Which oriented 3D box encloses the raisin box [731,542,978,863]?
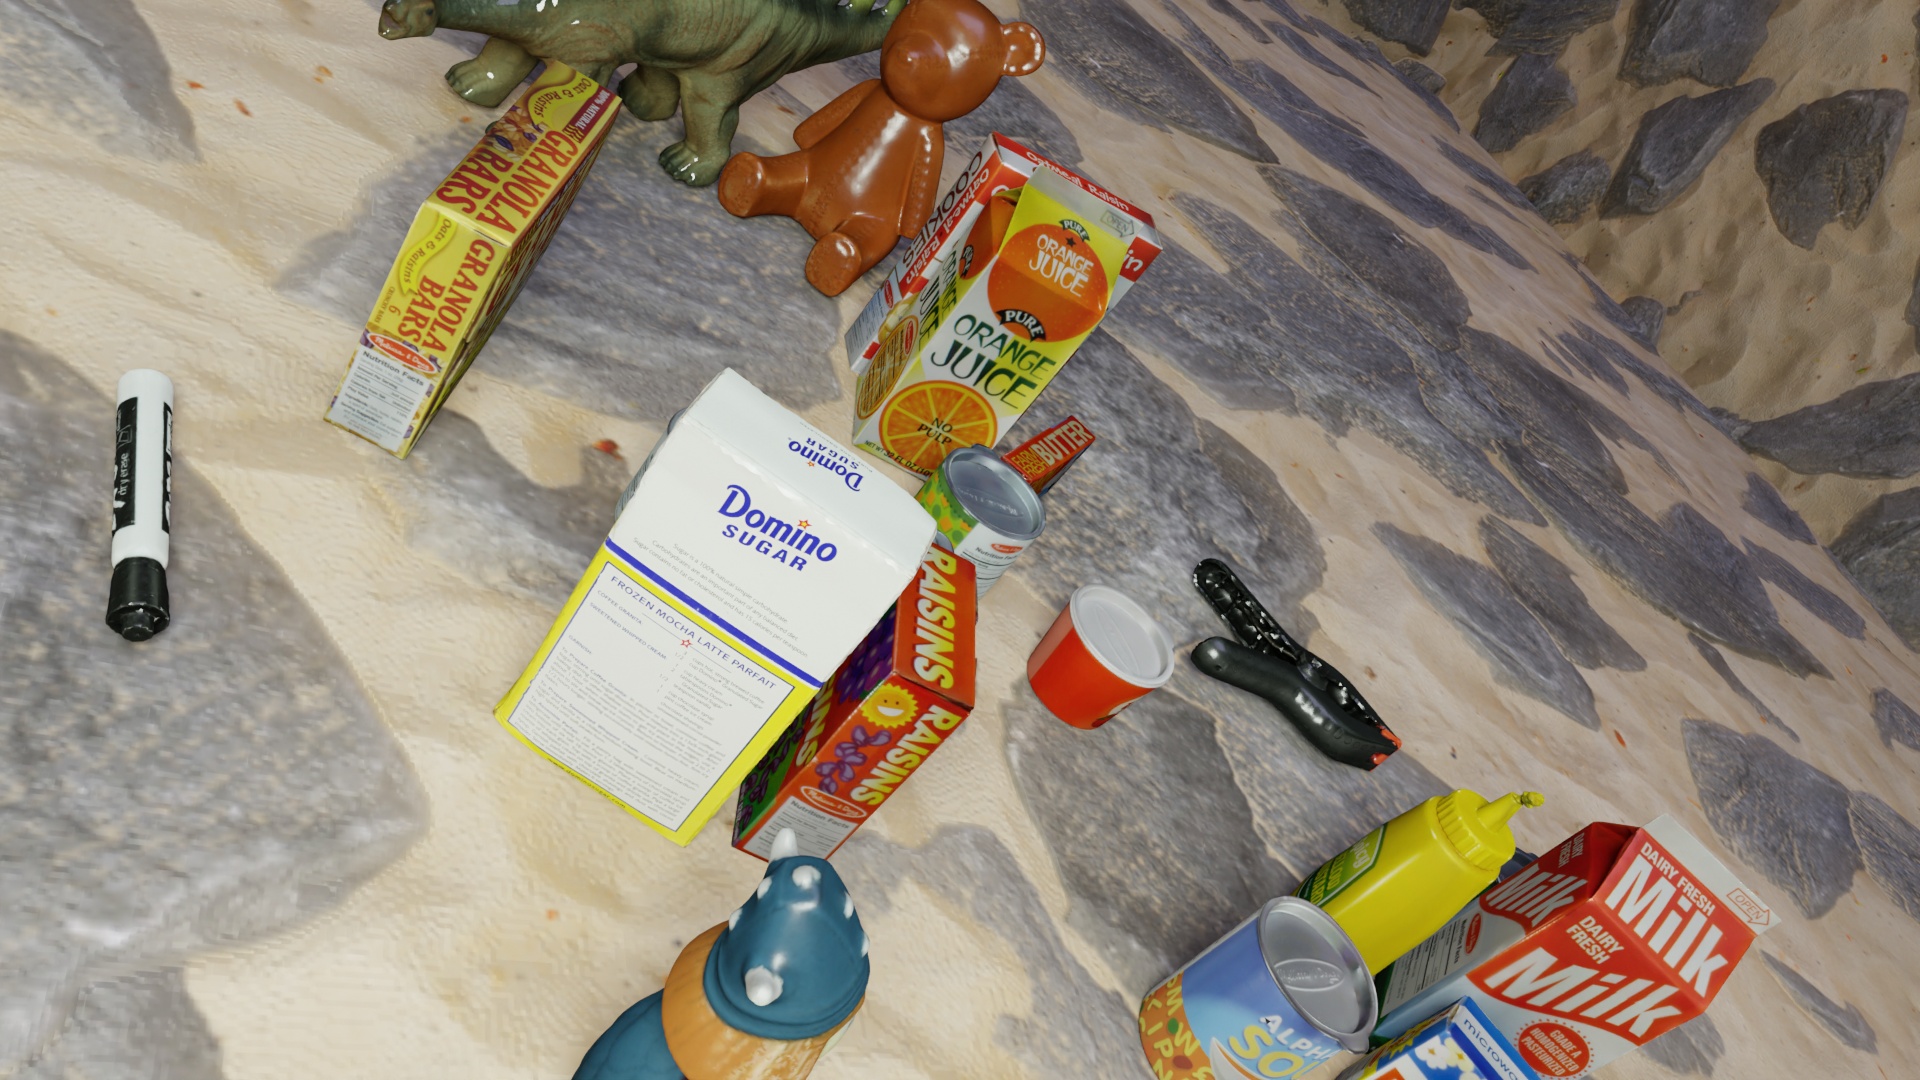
[{"bbox_3d":[-0.042,0.067,0.563,0.040,0.123,0.086,28,34,-19],"label":"raisin box"}]

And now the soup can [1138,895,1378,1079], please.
[{"bbox_3d":[0.130,0.208,0.608,0.071,0.083,0.072,27,34,-21],"label":"soup can"}]

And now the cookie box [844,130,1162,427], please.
[{"bbox_3d":[0.024,-0.154,0.859,0.123,0.166,0.040,20,38,-30],"label":"cookie box"}]

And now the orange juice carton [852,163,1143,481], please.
[{"bbox_3d":[0.018,-0.123,0.791,0.072,0.191,0.073,27,35,-22],"label":"orange juice carton"}]

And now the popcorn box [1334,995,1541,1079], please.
[{"bbox_3d":[0.238,0.283,0.629,0.127,0.085,0.038,50,33,15],"label":"popcorn box"}]

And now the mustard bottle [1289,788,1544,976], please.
[{"bbox_3d":[0.222,0.164,0.686,0.049,0.159,0.065,42,32,2],"label":"mustard bottle"}]

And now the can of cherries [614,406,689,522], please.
[{"bbox_3d":[-0.117,-0.019,0.650,0.071,0.058,0.072,27,34,-21],"label":"can of cherries"}]

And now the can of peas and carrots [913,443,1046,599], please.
[{"bbox_3d":[0.003,-0.010,0.763,0.071,0.058,0.071,27,34,-21],"label":"can of peas and carrots"}]

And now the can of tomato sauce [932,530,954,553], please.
[{"bbox_3d":[-0.055,0.021,0.643,0.071,0.082,0.071,27,34,-21],"label":"can of tomato sauce"}]

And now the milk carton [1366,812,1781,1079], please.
[{"bbox_3d":[0.292,0.207,0.678,0.072,0.189,0.074,44,32,5],"label":"milk carton"}]

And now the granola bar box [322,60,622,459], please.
[{"bbox_3d":[-0.213,-0.130,0.622,0.039,0.123,0.166,30,33,-17],"label":"granola bar box"}]

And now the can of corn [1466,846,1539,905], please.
[{"bbox_3d":[0.315,0.220,0.810,0.071,0.058,0.071,27,34,-21],"label":"can of corn"}]

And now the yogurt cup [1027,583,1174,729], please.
[{"bbox_3d":[0.073,0.065,0.750,0.072,0.053,0.073,27,34,-21],"label":"yogurt cup"}]

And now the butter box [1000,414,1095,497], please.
[{"bbox_3d":[0.041,-0.040,0.845,0.024,0.053,0.104,45,32,7],"label":"butter box"}]
